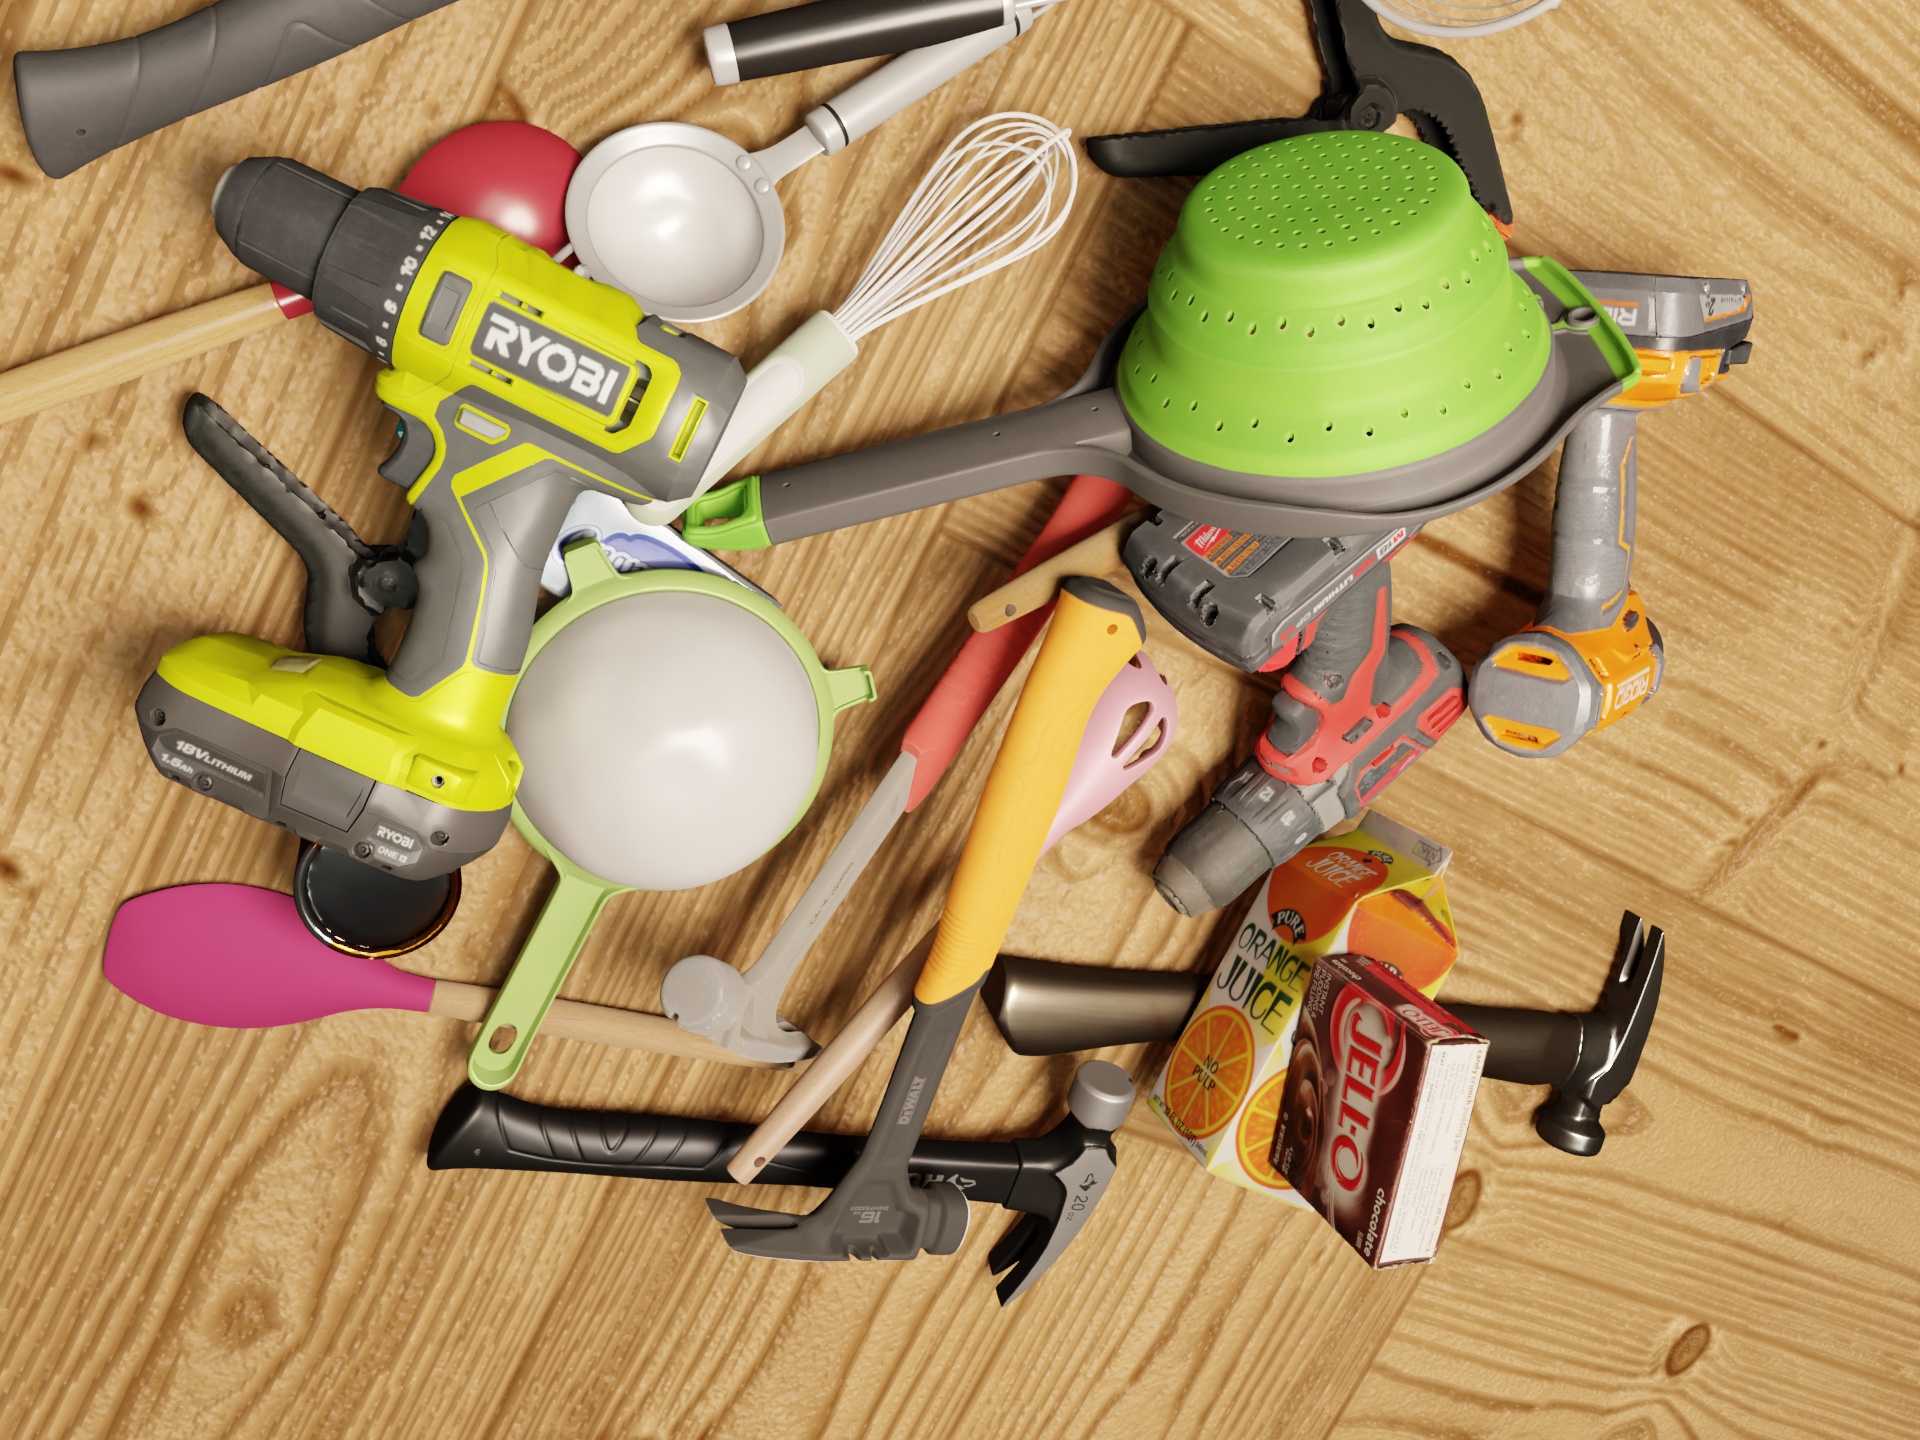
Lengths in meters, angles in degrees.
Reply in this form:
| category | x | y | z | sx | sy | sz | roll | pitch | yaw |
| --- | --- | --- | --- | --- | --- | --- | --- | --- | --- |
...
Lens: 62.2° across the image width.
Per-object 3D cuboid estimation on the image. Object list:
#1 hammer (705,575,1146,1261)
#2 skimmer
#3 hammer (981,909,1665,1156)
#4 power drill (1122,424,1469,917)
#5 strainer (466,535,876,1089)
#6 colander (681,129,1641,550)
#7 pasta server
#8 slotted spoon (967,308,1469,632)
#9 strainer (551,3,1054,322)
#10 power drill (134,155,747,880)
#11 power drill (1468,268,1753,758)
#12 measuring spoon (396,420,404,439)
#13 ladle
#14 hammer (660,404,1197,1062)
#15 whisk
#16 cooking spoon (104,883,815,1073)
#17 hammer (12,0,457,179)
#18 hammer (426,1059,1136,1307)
| category | x | y | z | sx | sy | sz | roll | pitch | yaw |
| --- | --- | --- | --- | --- | --- | --- | --- | --- | --- |
| hammer | -0.003 | 0.094 | 0.700 | 0.127 | 0.034 | 0.336 | 11 | 108 | -32 |
| skimmer | 0.078 | -0.304 | 0.614 | 0.363 | 0.090 | 0.127 | -14 | 97 | -5 |
| hammer | 0.208 | 0.156 | 0.872 | 0.410 | 0.038 | 0.146 | 9 | 102 | -21 |
| power drill | 0.147 | -0.014 | 0.737 | 0.188 | 0.080 | 0.226 | -41 | 142 | -7 |
| strainer | -0.147 | 0.061 | 0.679 | 0.151 | 0.069 | 0.256 | 25 | 99 | -25 |
| colander | 0.068 | -0.153 | 0.646 | 0.397 | 0.205 | 0.094 | -13 | 133 | 3 |
| pasta server | -0.001 | 0.092 | 0.758 | 0.316 | 0.040 | 0.060 | -48 | 115 | -7 |
| slotted spoon | 0.133 | -0.110 | 0.723 | 0.314 | 0.031 | 0.070 | -29 | 120 | -23 |
| strainer | -0.061 | -0.236 | 0.652 | 0.258 | 0.050 | 0.087 | -36 | 89 | -11 |
| power drill | -0.210 | -0.075 | 0.589 | 0.190 | 0.080 | 0.228 | 25 | 100 | -10 |
| power drill | 0.324 | -0.105 | 0.790 | 0.164 | 0.084 | 0.226 | -17 | 116 | -48 |
| measuring spoon | -0.170 | -0.135 | 0.664 | 0.128 | 0.021 | 0.042 | -13 | 113 | -5 |
| ladle | -0.287 | -0.154 | 0.610 | 0.315 | 0.031 | 0.069 | -23 | 112 | -9 |
| hammer | -0.001 | -0.002 | 0.729 | 0.037 | 0.149 | 0.359 | 32 | 84 | 20 |
| whisk | -0.045 | -0.167 | 0.666 | 0.246 | 0.059 | 0.057 | -43 | 98 | -4 |
| cooking spoon | -0.216 | 0.131 | 0.729 | 0.318 | 0.017 | 0.068 | 15 | 103 | -22 |
| hammer | -0.150 | -0.292 | 0.582 | 0.409 | 0.036 | 0.149 | -24 | 156 | -2 |
| hammer | -0.087 | 0.219 | 0.784 | 0.334 | 0.035 | 0.146 | 9 | 116 | -18 |
